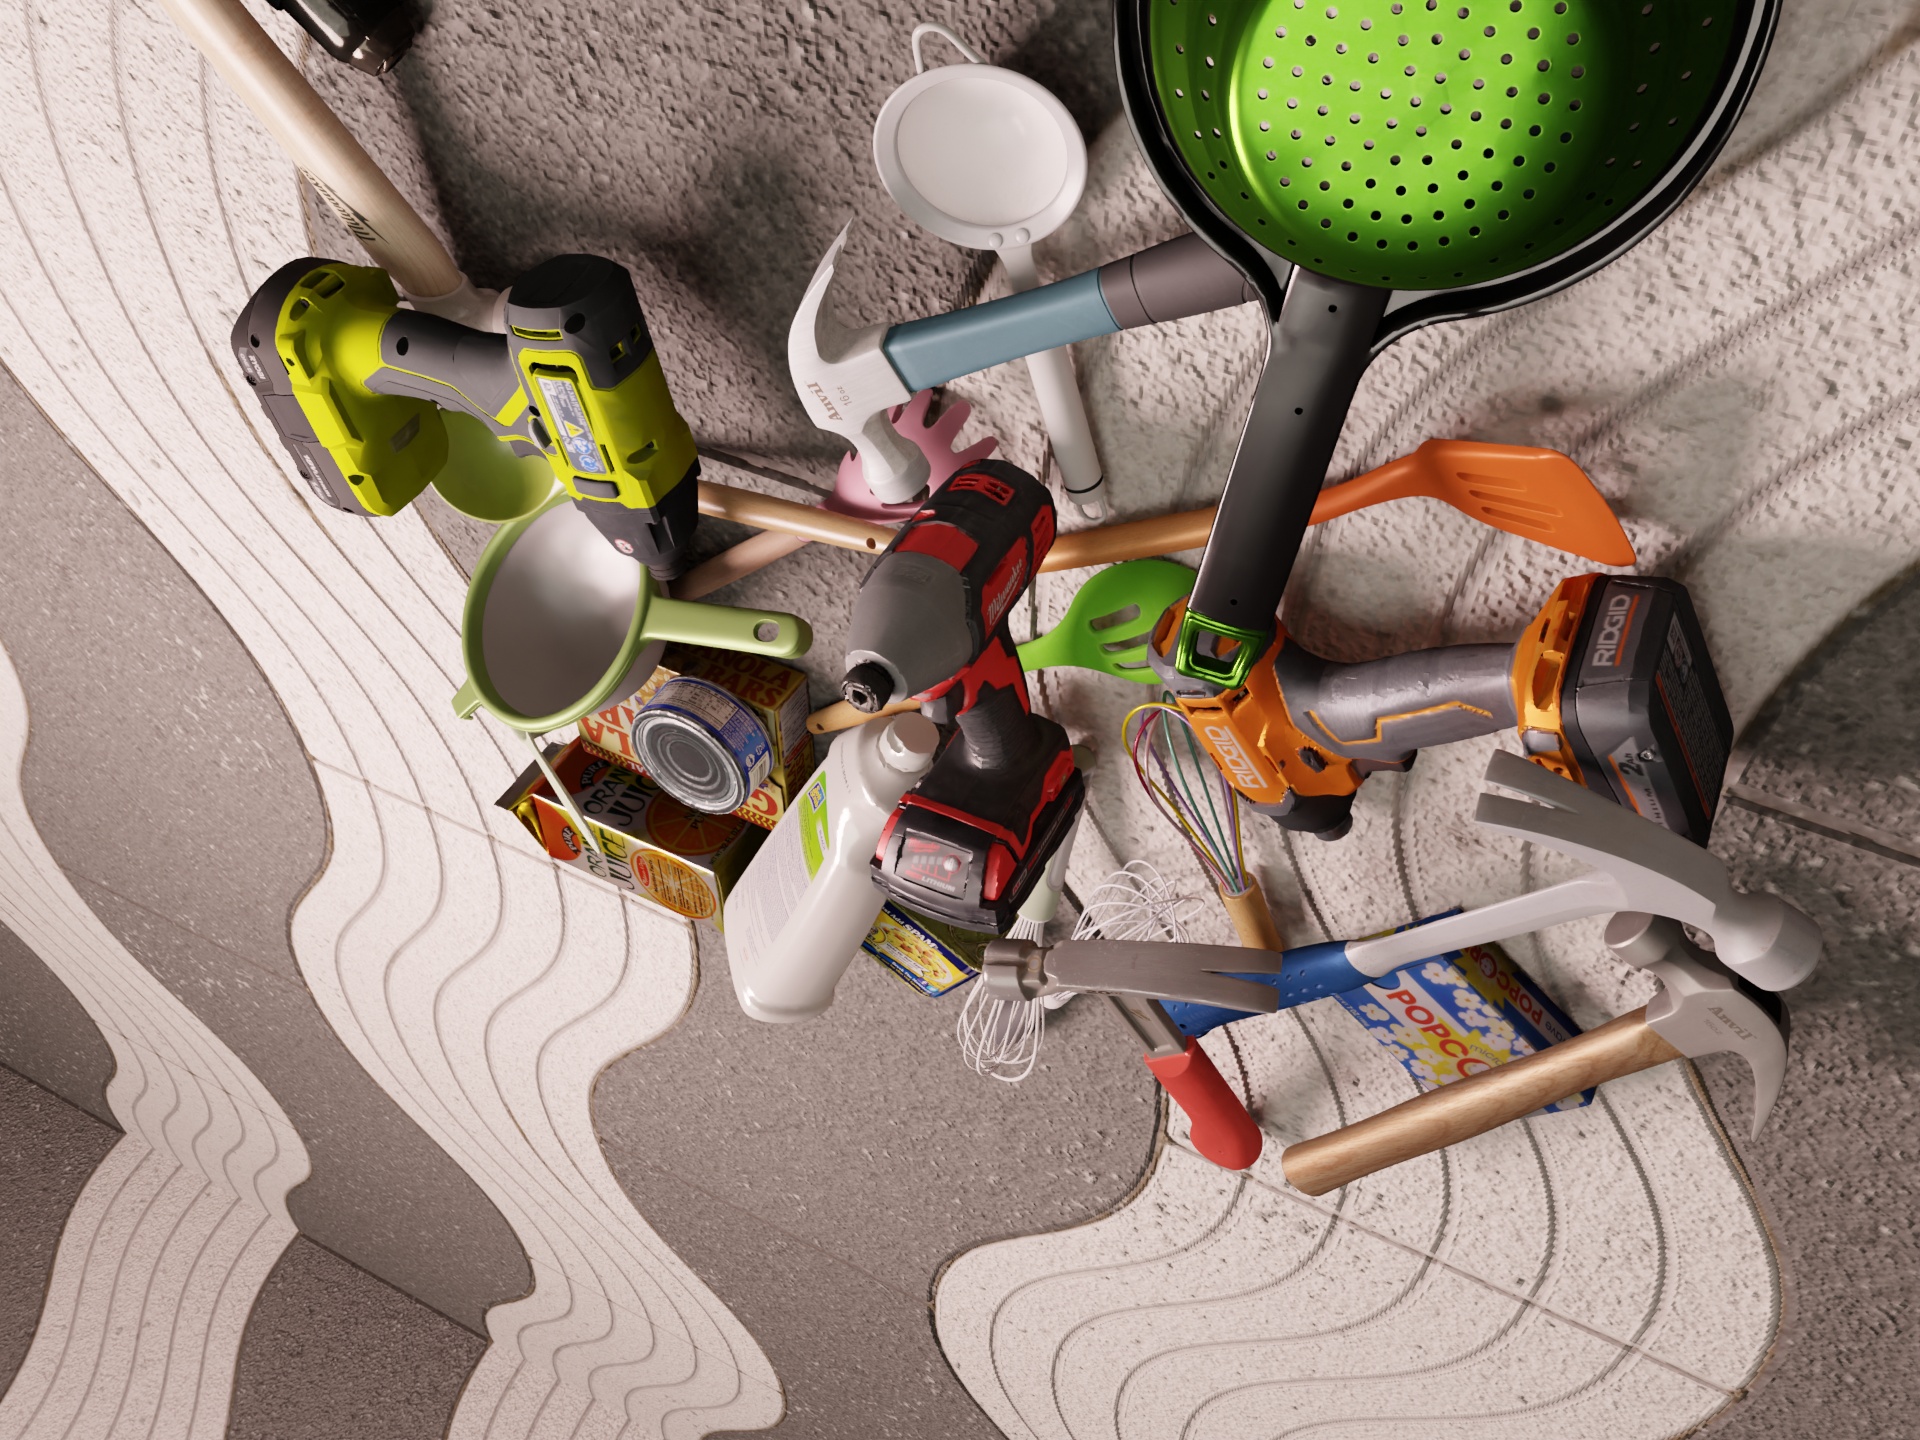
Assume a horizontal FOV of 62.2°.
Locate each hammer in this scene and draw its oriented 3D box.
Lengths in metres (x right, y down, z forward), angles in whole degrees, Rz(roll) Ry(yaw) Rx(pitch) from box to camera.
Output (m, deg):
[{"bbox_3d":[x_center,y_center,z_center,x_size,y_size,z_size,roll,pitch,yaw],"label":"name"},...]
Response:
[{"bbox_3d":[0.285,0.200,0.841,0.130,0.031,0.331,39,140,-5],"label":"hammer"},{"bbox_3d":[-0.350,-0.322,0.734,0.146,0.038,0.410,10,151,30],"label":"hammer"},{"bbox_3d":[0.137,0.201,0.915,0.149,0.037,0.358,0,152,22],"label":"hammer"},{"bbox_3d":[0.201,0.111,0.779,0.144,0.035,0.405,31,154,-10],"label":"hammer"},{"bbox_3d":[0.074,-0.169,0.627,0.331,0.033,0.128,-9,138,30],"label":"hammer"}]

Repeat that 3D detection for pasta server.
[{"bbox_3d":[-0.096,-0.103,0.876,0.316,0.040,0.060,-17,120,50],"label":"pasta server"}]

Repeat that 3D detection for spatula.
[{"bbox_3d":[0.128,-0.083,0.710,0.323,0.041,0.080,-6,149,40],"label":"spatula"}]

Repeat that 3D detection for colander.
[{"bbox_3d":[0.127,-0.142,0.531,0.204,0.095,0.396,17,132,6],"label":"colander"}]

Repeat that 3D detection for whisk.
[{"bbox_3d":[0.073,0.161,1.008,0.070,0.070,0.284,36,148,-1],"label":"whisk"},{"bbox_3d":[0.143,0.075,0.873,0.047,0.051,0.244,-22,128,9],"label":"whisk"},{"bbox_3d":[0.043,0.119,0.945,0.059,0.058,0.246,33,126,30],"label":"whisk"}]

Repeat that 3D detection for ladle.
[{"bbox_3d":[-0.166,-0.121,0.852,0.320,0.062,0.078,17,124,31],"label":"ladle"}]

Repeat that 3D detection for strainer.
[{"bbox_3d":[-0.176,-0.055,0.917,0.256,0.151,0.069,9,172,32],"label":"strainer"},{"bbox_3d":[0.028,-0.184,0.683,0.087,0.050,0.258,-1,136,21],"label":"strainer"}]

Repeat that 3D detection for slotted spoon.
[{"bbox_3d":[0.012,-0.025,0.875,0.314,0.031,0.070,-15,118,47],"label":"slotted spoon"}]

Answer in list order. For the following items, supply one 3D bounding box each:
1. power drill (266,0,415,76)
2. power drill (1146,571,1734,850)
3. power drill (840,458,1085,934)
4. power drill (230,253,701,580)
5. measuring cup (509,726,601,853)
[{"bbox_3d":[-0.283,-0.391,0.666,0.187,0.080,0.227,44,146,-23],"label":"power drill"},{"bbox_3d":[0.213,0.007,0.713,0.226,0.084,0.164,2,144,40],"label":"power drill"},{"bbox_3d":[-0.001,-0.002,0.770,0.078,0.143,0.219,18,141,23],"label":"power drill"},{"bbox_3d":[-0.240,-0.152,0.805,0.223,0.080,0.171,12,139,24],"label":"power drill"},{"bbox_3d":[-0.269,0.011,1.065,0.168,0.038,0.083,57,156,10],"label":"measuring cup"}]
